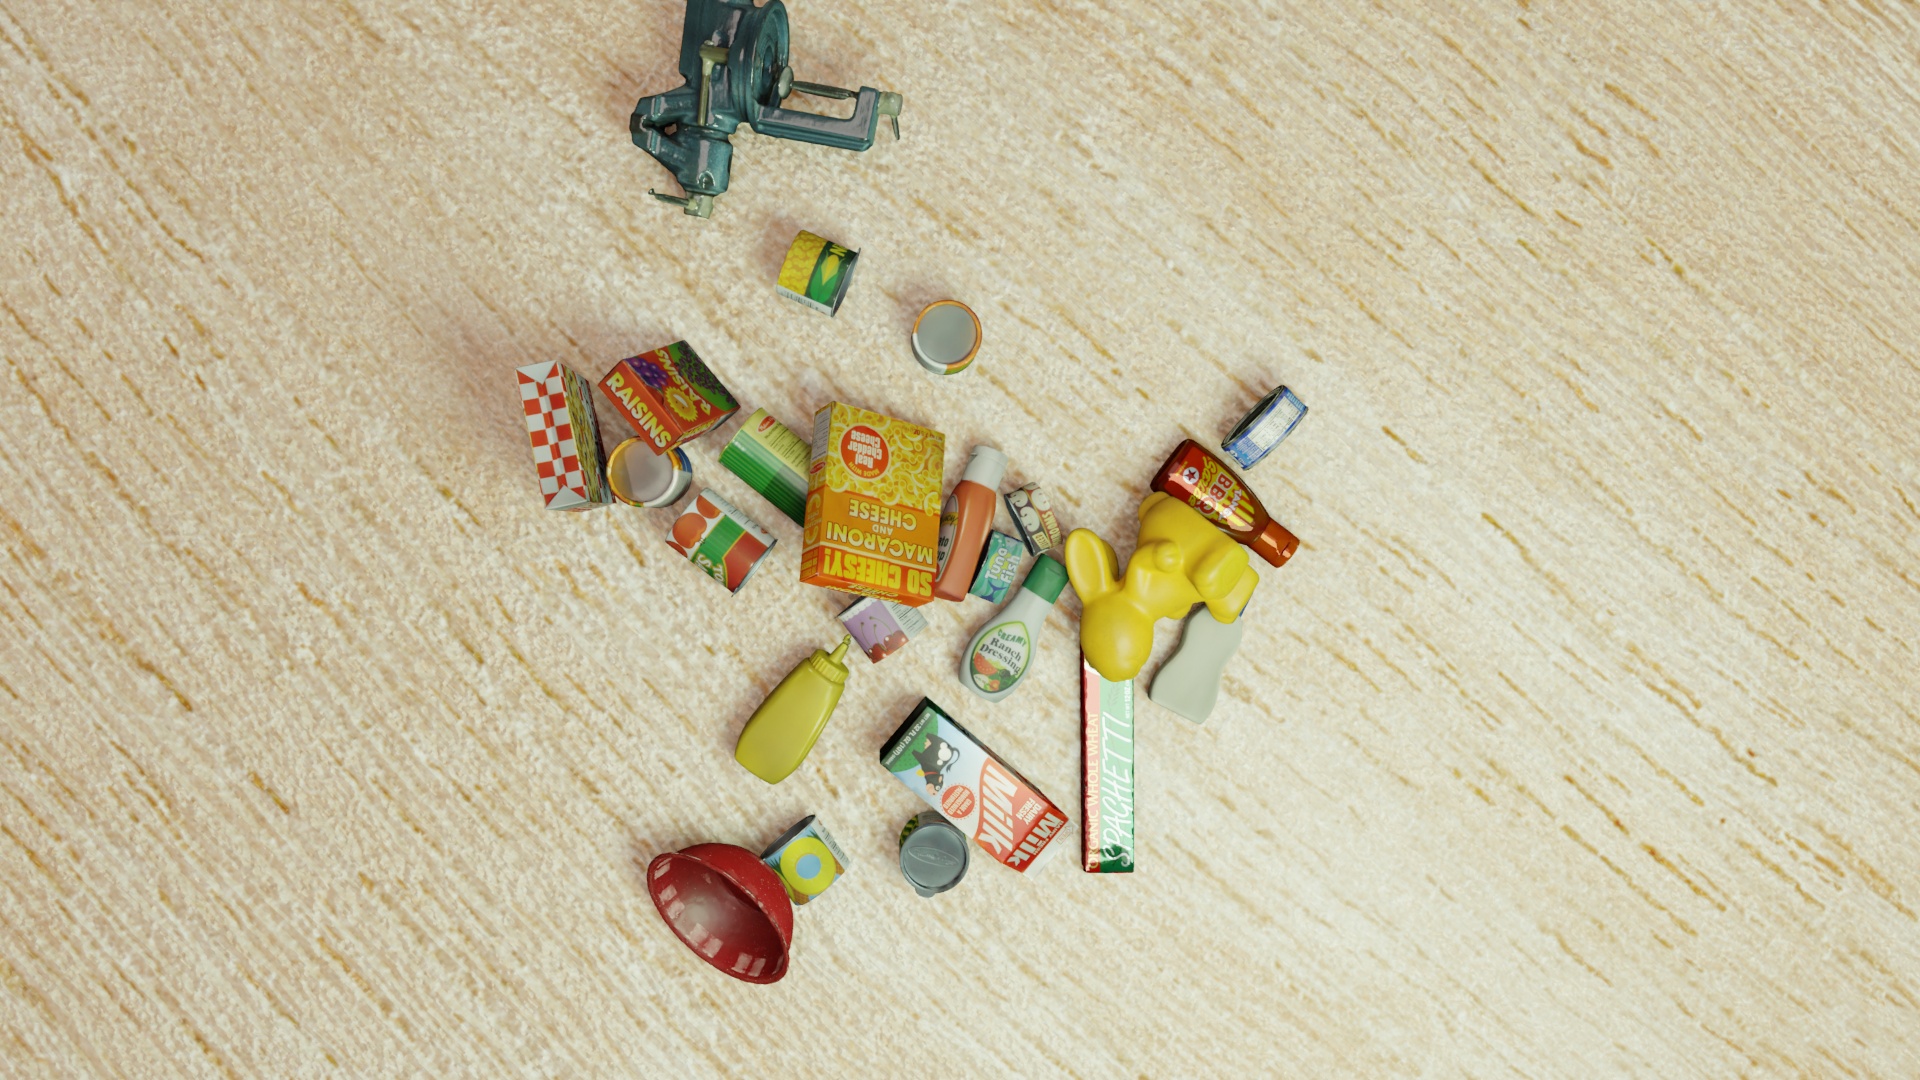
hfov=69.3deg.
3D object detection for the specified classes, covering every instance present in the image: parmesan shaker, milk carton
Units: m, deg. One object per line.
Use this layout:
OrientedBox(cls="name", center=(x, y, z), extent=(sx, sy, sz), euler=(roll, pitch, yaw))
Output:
OrientedBox(cls="parmesan shaker", center=(-0.168, -0.066, 1.304), extent=(0.103, 0.071, 0.071), euler=(39, 89, -3))
OrientedBox(cls="milk carton", center=(0.018, 0.238, 1.316), extent=(0.190, 0.073, 0.072), euler=(41, 89, -3))

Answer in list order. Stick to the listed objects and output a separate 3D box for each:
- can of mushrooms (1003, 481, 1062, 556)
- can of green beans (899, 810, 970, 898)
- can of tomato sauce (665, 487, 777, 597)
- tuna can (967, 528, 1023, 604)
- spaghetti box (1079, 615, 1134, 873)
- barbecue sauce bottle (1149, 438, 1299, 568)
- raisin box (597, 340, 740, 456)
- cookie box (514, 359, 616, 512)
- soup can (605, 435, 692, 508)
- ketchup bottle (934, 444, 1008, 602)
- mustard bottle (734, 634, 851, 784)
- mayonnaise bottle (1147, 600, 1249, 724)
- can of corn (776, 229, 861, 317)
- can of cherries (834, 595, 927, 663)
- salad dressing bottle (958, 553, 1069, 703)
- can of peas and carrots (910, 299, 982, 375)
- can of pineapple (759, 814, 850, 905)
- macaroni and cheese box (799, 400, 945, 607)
OrientedBox(cls="can of mushrooms", center=(0.070, -0.019, 1.318), extent=(0.033, 0.071, 0.071), euler=(-24, 92, -4))
OrientedBox(cls="can of green beans", center=(-0.026, 0.295, 1.322), extent=(0.071, 0.058, 0.071), euler=(0, 91, -3))
OrientedBox(cls="can of tomato sauce", center=(-0.226, 0.002, 1.304), extent=(0.083, 0.071, 0.071), euler=(37, 89, -2))
OrientedBox(cls="tuna can", center=(0.034, 0.025, 1.316), extent=(0.033, 0.071, 0.071), euler=(21, 90, -4))
OrientedBox(cls="spaghetti box", center=(0.142, 0.198, 1.345), extent=(0.050, 0.028, 0.250), euler=(0, 90, -2))
OrientedBox(cls="barbecue sauce bottle", center=(0.259, -0.031, 1.341), extent=(0.148, 0.043, 0.065), euler=(37, 87, -3))
OrientedBox(cls="raisin box", center=(-0.264, -0.132, 1.270), extent=(0.040, 0.124, 0.086), euler=(-38, 93, 23))
OrientedBox(cls="cookie box", center=(-0.352, -0.089, 1.246), extent=(0.040, 0.167, 0.123), euler=(-12, 92, -6))
OrientedBox(cls="soup can", center=(-0.291, -0.065, 1.291), extent=(0.071, 0.084, 0.071), euler=(0, 91, -2))
OrientedBox(cls="ketchup bottle", center=(0.005, -0.017, 1.321), extent=(0.043, 0.064, 0.149), euler=(25, 80, -24))
OrientedBox(cls="mustard bottle", center=(-0.147, 0.153, 1.311), extent=(0.065, 0.049, 0.160), euler=(37, 97, -4))
OrientedBox(cls="mayonnaise bottle", center=(0.239, 0.100, 1.343), extent=(0.065, 0.041, 0.148), euler=(27, 88, 1))
OrientedBox(cls="can of corn", center=(-0.134, -0.254, 1.306), extent=(0.058, 0.071, 0.071), euler=(23, 90, -3))
OrientedBox(cls="can of cherries", center=(-0.075, 0.076, 1.315), extent=(0.071, 0.071, 0.058), euler=(-37, 94, -2))
OrientedBox(cls="salad dressing bottle", center=(0.054, 0.083, 1.331), extent=(0.064, 0.044, 0.147), euler=(32, 89, -2))
OrientedBox(cls="can of peas and carrots", center=(-0.012, -0.194, 1.317), extent=(0.071, 0.059, 0.071), euler=(0, 91, -3))
OrientedBox(cls="can of pineapple", center=(-0.148, 0.303, 1.311), extent=(0.071, 0.071, 0.058), euler=(-37, 93, -2))
OrientedBox(cls="macaroni and cheese box", center=(-0.079, -0.031, 1.276), extent=(0.124, 0.040, 0.167), euler=(14, 69, -30))
